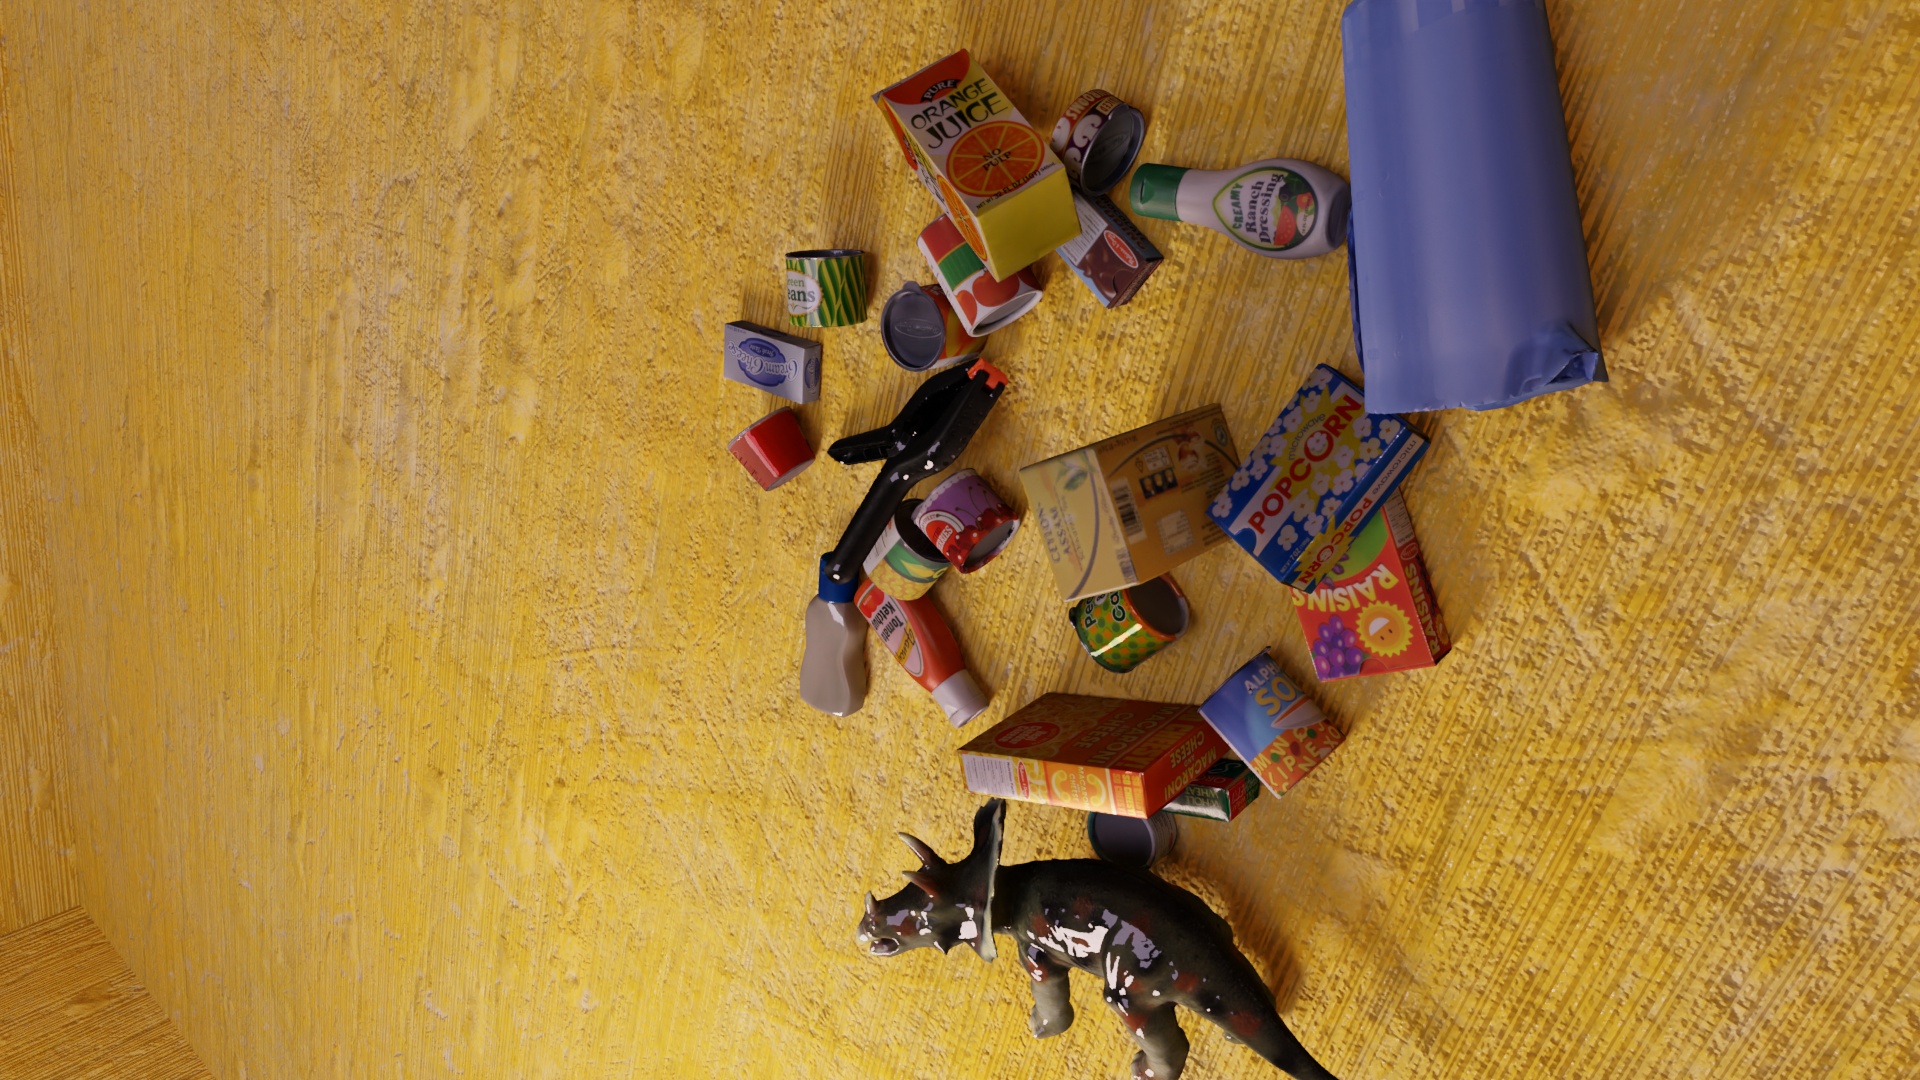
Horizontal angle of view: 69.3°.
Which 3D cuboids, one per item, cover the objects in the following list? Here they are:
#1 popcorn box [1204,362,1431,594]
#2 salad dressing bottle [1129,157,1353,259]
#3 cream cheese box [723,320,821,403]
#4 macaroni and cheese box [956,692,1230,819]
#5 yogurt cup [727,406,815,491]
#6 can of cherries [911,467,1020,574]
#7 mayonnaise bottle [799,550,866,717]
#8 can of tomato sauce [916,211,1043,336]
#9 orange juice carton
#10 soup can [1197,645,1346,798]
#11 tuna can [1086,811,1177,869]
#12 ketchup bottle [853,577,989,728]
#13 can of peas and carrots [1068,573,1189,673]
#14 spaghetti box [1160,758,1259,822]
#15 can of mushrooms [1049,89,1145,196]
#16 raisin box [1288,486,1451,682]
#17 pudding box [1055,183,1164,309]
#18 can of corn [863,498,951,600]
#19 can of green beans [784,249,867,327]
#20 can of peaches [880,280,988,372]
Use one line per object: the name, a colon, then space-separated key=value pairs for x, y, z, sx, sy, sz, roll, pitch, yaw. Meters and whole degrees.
popcorn box: x=0.230 y=-0.041 z=0.900 sx=0.126 sy=0.038 sz=0.085 roll=-54 pitch=45 yaw=15
salad dressing bottle: x=0.183 y=-0.224 z=0.922 sx=0.148 sy=0.044 sz=0.064 roll=18 pitch=113 yaw=35
cream cheese box: x=-0.169 y=-0.161 z=1.247 sx=0.104 sy=0.024 sz=0.053 roll=21 pitch=117 yaw=34
macaroni and cheese box: x=0.101 y=0.160 z=1.054 sx=0.166 sy=0.124 sz=0.040 roll=0 pitch=107 yaw=40
yogurt cup: x=-0.166 y=-0.080 z=1.244 sx=0.072 sy=0.073 sz=0.054 roll=-35 pitch=88 yaw=41
can of cherries: x=0.004 y=-0.014 z=1.116 sx=0.058 sy=0.072 sz=0.071 roll=48 pitch=128 yaw=18
mayonnaise bottle: x=-0.113 y=0.084 z=1.265 sx=0.065 sy=0.041 sz=0.147 roll=19 pitch=114 yaw=33
can of tomato sauce: x=0.016 y=-0.207 z=1.051 sx=0.071 sy=0.071 sz=0.083 roll=-35 pitch=81 yaw=41
orange juice carton: x=0.006 y=-0.282 z=0.997 sx=0.193 sy=0.072 sz=0.072 roll=58 pitch=177 yaw=32
soup can: x=0.222 y=0.128 z=0.983 sx=0.084 sy=0.071 sz=0.071 roll=48 pitch=128 yaw=17
tuna can: x=0.134 y=0.230 z=1.109 sx=0.071 sy=0.033 sz=0.070 roll=13 pitch=111 yaw=36
ketchup bottle: x=-0.031 y=0.091 z=1.196 sx=0.149 sy=0.044 sz=0.064 roll=54 pitch=138 yaw=13
can of peas and carrots: x=0.126 y=0.056 z=1.038 sx=0.058 sy=0.071 sz=0.071 roll=-40 pitch=77 yaw=39
spaghetti box: x=0.115 y=0.184 z=1.099 sx=0.250 sy=0.050 sz=0.028 roll=1 pitch=106 yaw=39
can of mushrooms: x=0.095 y=-0.278 z=0.963 sx=0.033 sy=0.071 sz=0.070 roll=40 pitch=125 yaw=25
raisin box: x=0.267 y=0.028 z=0.933 sx=0.086 sy=0.040 sz=0.123 roll=-17 pitch=93 yaw=41
pudding box: x=0.101 y=-0.213 z=1.003 sx=0.084 sy=0.030 sz=0.049 roll=51 pitch=128 yaw=16
can of corn: x=-0.039 y=0.009 z=1.164 sx=0.071 sy=0.071 sz=0.058 roll=53 pitch=130 yaw=14
can of green beans: x=-0.111 y=-0.210 z=1.156 sx=0.071 sy=0.071 sz=0.057 roll=12 pitch=111 yaw=37
can of peaches: x=-0.020 y=-0.172 z=1.097 sx=0.071 sy=0.058 sz=0.071 roll=13 pitch=111 yaw=37
